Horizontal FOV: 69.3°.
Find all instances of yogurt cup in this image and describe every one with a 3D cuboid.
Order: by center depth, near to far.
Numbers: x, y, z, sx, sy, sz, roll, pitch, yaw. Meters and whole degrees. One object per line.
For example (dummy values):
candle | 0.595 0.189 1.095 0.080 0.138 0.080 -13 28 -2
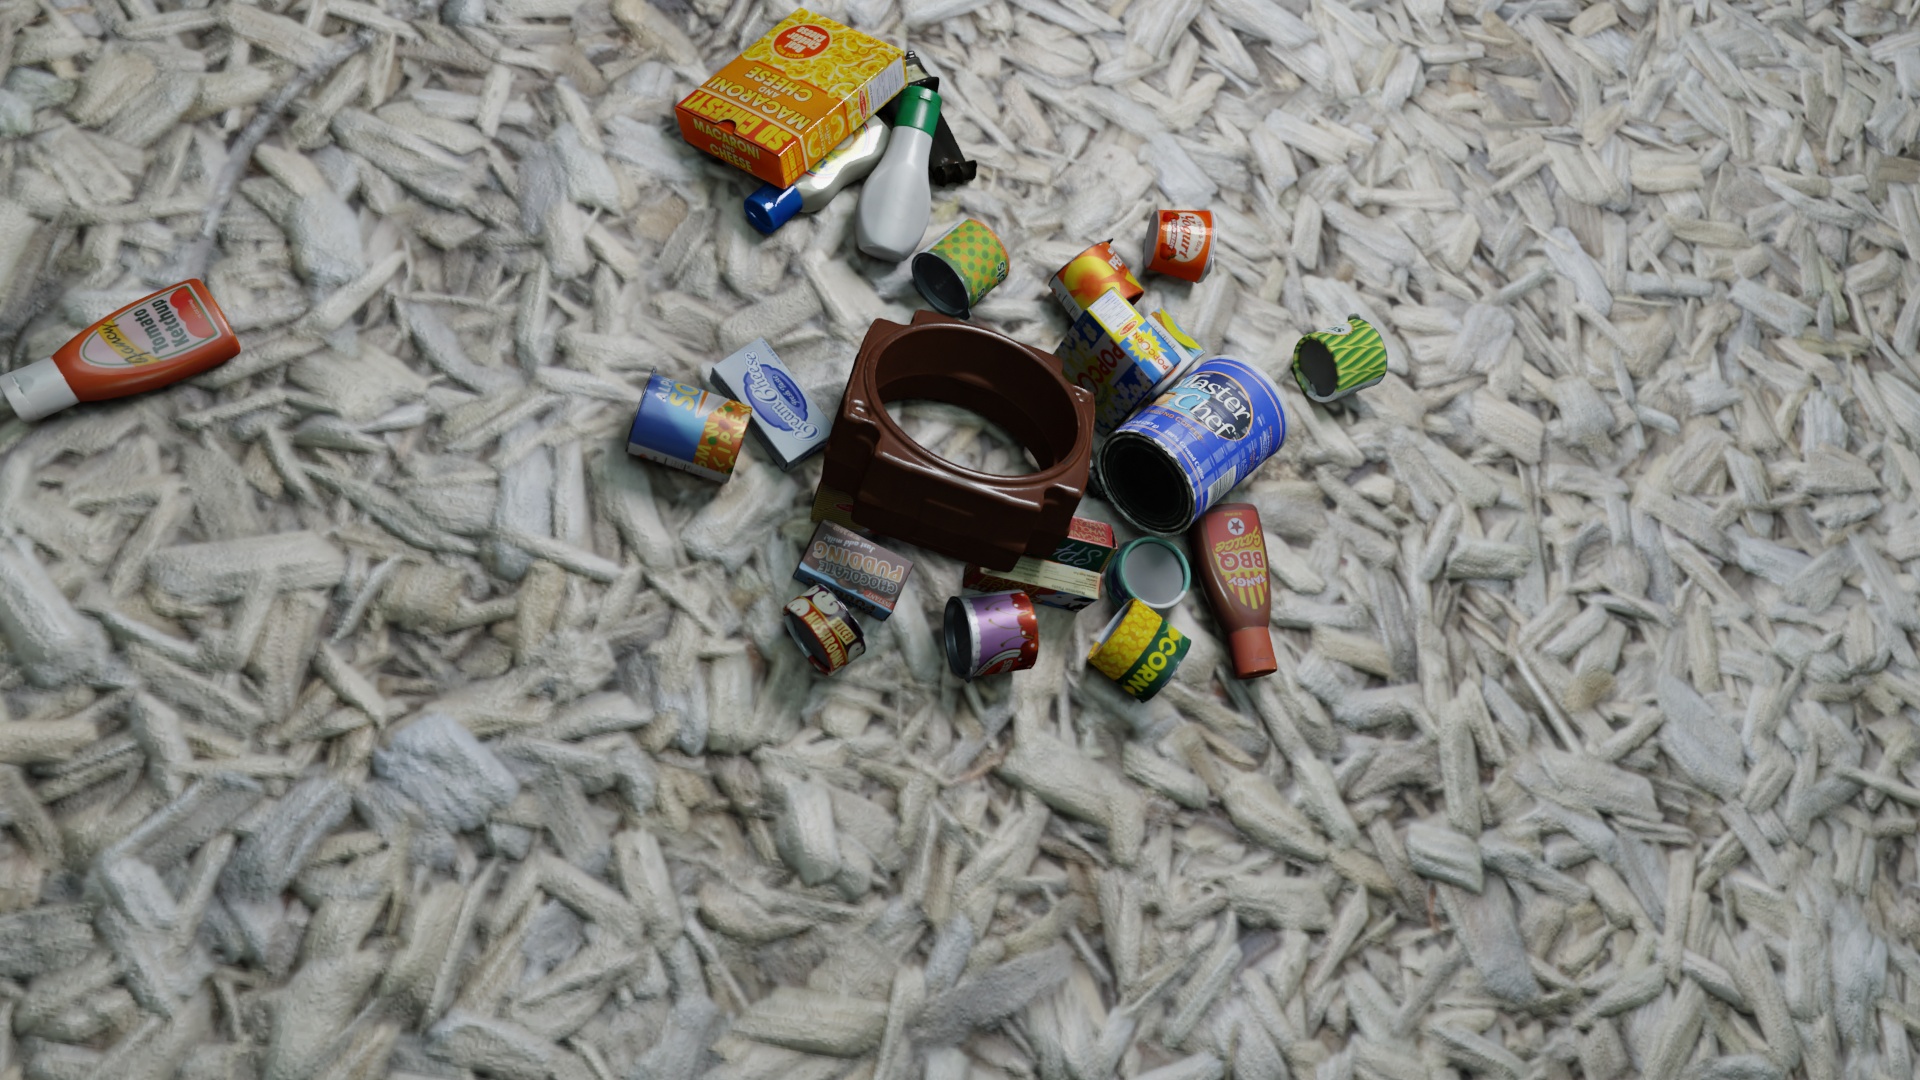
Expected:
yogurt cup | 0.203 -0.276 1.288 0.054 0.072 0.072 7 69 -6

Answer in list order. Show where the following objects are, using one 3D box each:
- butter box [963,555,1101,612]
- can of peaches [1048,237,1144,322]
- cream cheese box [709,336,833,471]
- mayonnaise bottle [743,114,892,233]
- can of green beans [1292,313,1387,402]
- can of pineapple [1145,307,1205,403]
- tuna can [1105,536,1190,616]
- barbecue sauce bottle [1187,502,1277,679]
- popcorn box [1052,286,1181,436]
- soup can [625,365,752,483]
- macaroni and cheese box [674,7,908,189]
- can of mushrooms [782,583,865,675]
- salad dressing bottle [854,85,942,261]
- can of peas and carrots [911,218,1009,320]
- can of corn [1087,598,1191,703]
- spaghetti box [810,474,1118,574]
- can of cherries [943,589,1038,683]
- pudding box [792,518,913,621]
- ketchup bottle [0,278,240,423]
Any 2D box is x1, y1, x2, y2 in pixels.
butter box | 0.058 0.033 1.139 0.103 0.053 0.024 13 71 -11
can of peaches | 0.124 -0.226 1.242 0.071 0.071 0.058 -32 84 -24
cream cheese box | -0.154 -0.112 1.143 0.053 0.024 0.104 -37 84 -23
mayonnaise bottle | -0.126 -0.324 1.217 0.065 0.041 0.149 41 64 5
can of green beans | 0.352 -0.167 1.292 0.058 0.071 0.071 -20 78 -21
can of pineapple | 0.174 -0.165 1.239 0.058 0.070 0.071 46 65 3
tuna can | 0.159 0.029 1.182 0.071 0.032 0.071 5 70 -15
barbecue sauce bottle | 0.239 0.043 1.195 0.065 0.043 0.149 -3 73 -19
popcorn box | 0.127 -0.150 1.185 0.038 0.126 0.085 -42 87 -21
soup can | -0.212 -0.090 1.093 0.084 0.071 0.071 18 67 -11
macaroni and cheese box | -0.146 -0.389 1.210 0.124 0.040 0.167 30 62 24
can of mushrooms | -0.104 0.069 1.068 0.033 0.070 0.071 -34 84 -22
salad dressing bottle | -0.050 -0.320 1.214 0.064 0.044 0.147 15 86 -15
can of peas and carrots | 0.002 -0.236 1.211 0.071 0.070 0.059 45 65 2
can of corn | 0.146 0.090 1.136 0.058 0.071 0.071 38 65 0
spaghetti box | 0.004 -0.014 1.139 0.250 0.049 0.029 13 46 -12
can of cherries | 0.025 0.077 1.106 0.058 0.071 0.071 -5 73 -20
pudding box | -0.086 0.024 1.111 0.084 0.030 0.050 27 67 -6
ketchup bottle | -0.607 -0.132 1.003 0.149 0.043 0.065 -31 83 -23
